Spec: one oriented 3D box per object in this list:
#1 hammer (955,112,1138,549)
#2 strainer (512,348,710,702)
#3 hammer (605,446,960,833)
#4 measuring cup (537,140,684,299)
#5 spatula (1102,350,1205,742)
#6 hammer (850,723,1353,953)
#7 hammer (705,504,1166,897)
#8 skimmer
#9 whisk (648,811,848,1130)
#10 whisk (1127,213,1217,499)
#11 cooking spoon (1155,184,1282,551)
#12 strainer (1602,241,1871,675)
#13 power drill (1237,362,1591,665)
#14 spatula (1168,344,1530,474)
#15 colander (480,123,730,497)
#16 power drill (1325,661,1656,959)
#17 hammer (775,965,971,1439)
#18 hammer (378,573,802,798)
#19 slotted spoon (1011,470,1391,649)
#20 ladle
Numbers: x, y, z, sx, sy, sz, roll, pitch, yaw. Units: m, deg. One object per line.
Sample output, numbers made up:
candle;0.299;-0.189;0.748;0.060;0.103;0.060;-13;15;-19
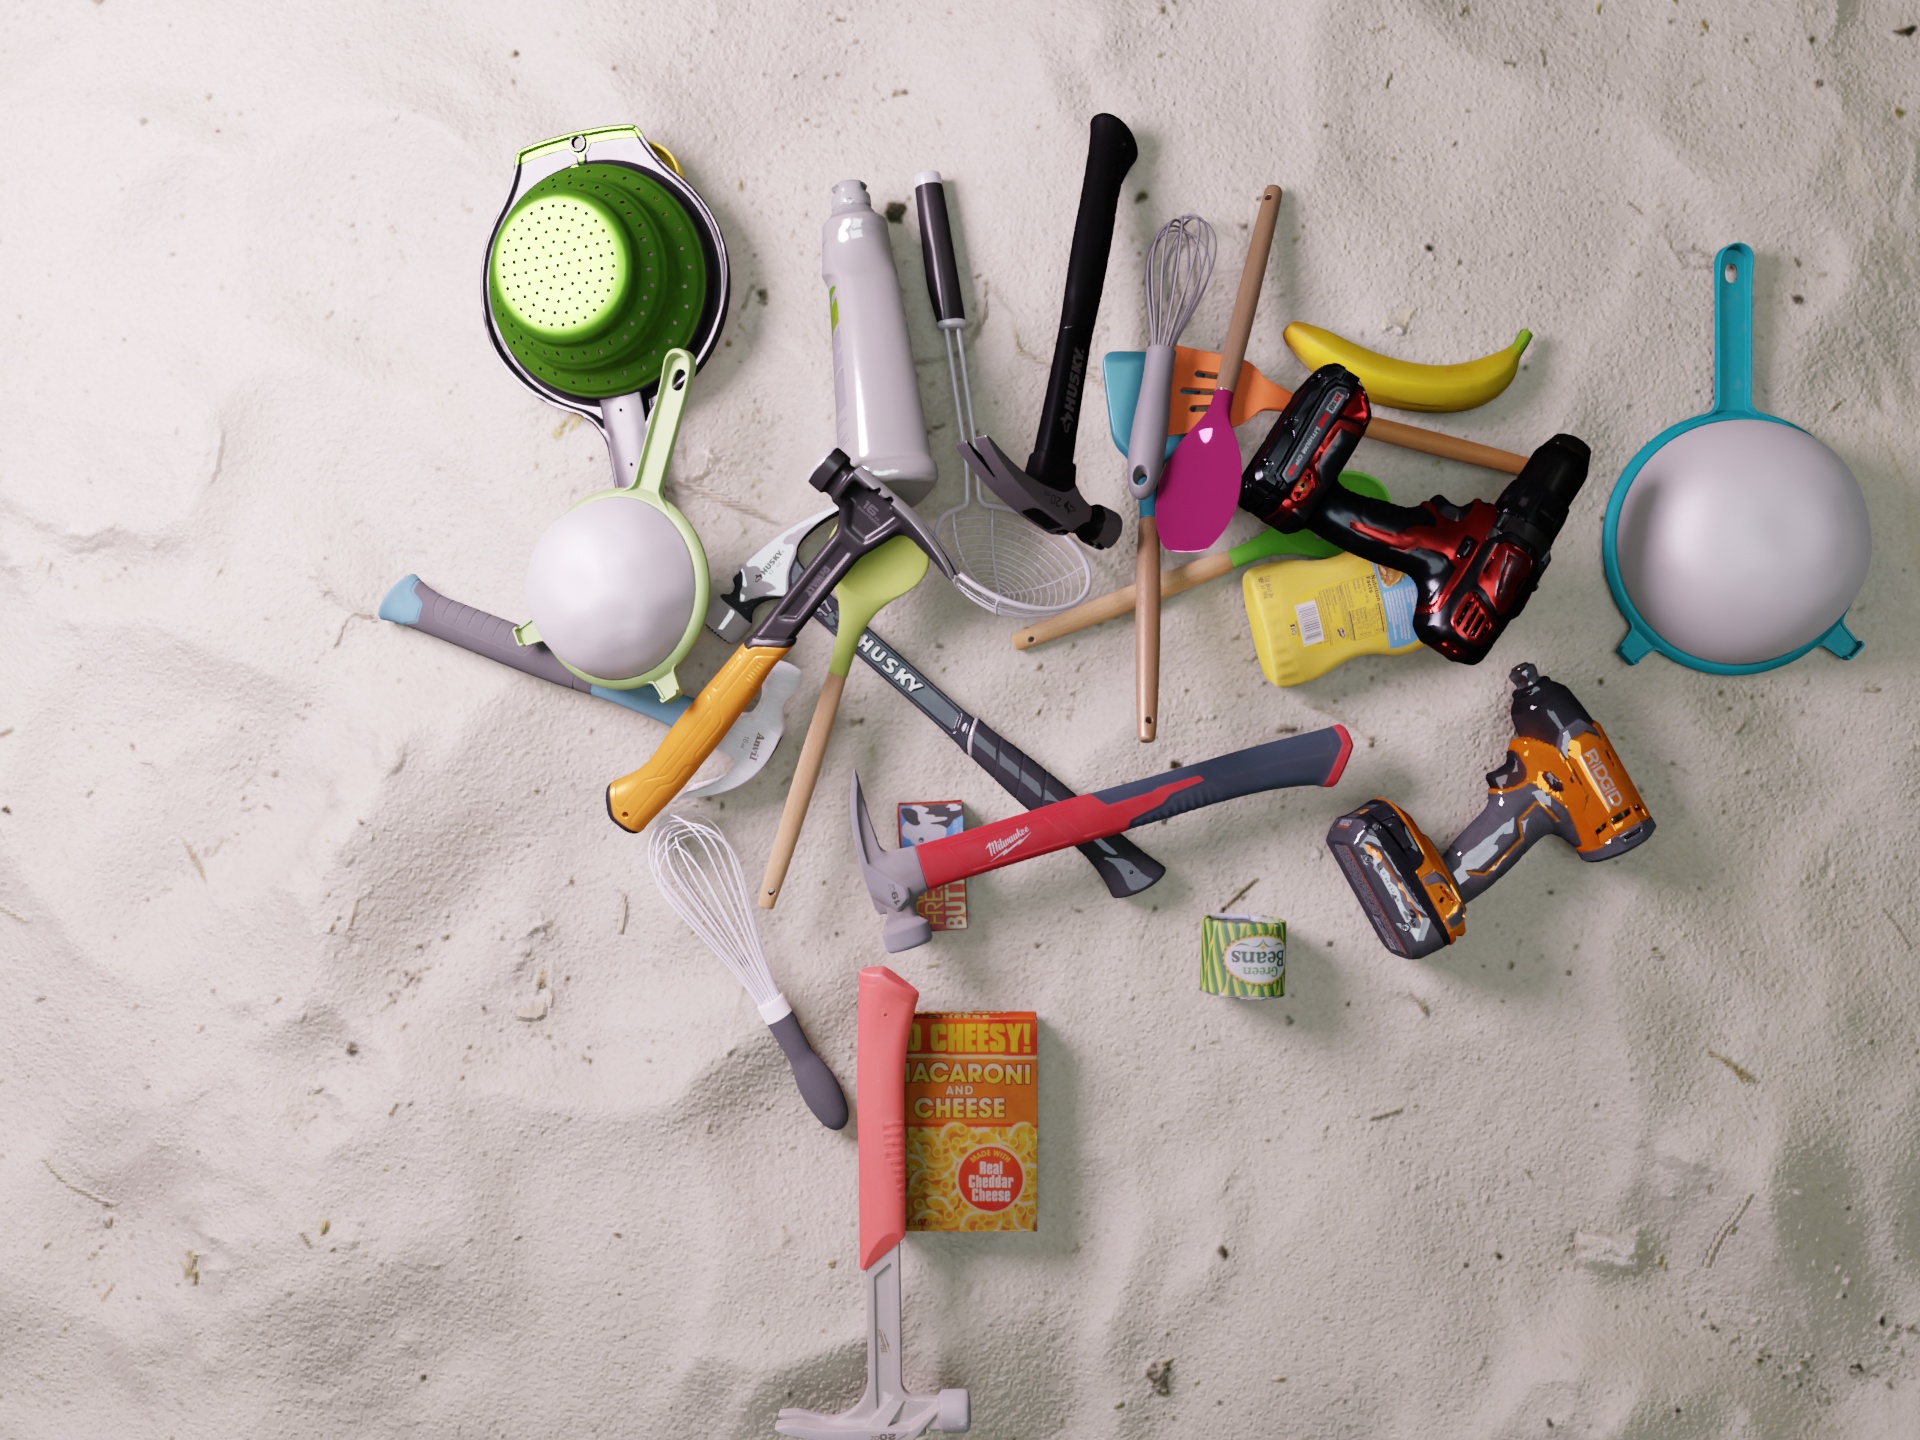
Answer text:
hammer;0.086;-0.308;1.205;0.146;0.035;0.335;20;74;-37
strainer;-0.247;-0.147;1.150;0.151;0.069;0.256;21;99;19
hammer;-0.148;-0.035;1.175;0.127;0.034;0.337;42;108;-2
measuring cup;-0.279;-0.388;1.253;0.156;0.029;0.062;-43;89;12
spatula;0.145;-0.135;1.218;0.082;0.044;0.318;5;68;-5
hammer;0.109;0.055;1.220;0.386;0.038;0.143;-16;89;-3
hammer;-0.002;-0.004;1.251;0.409;0.036;0.149;40;89;-1
skimmer;0.019;-0.254;1.221;0.127;0.090;0.363;-8;88;-33
whisk;-0.160;0.197;1.241;0.070;0.070;0.284;-29;95;0
whisk;0.158;-0.282;1.224;0.055;0.055;0.239;10;79;-1
cooking spoon;0.208;-0.273;1.219;0.069;0.017;0.319;5;72;35
strainer;0.615;-0.204;1.225;0.211;0.095;0.340;-1;92;-1
power drill;0.340;-0.173;1.178;0.226;0.080;0.188;33;87;-1
spatula;0.308;-0.229;1.248;0.322;0.041;0.081;12;74;-9
colander;-0.270;-0.254;1.203;0.204;0.094;0.397;-9;95;10
power drill;0.405;0.068;1.235;0.226;0.084;0.164;-29;90;-5
hammer;-0.069;0.369;1.213;0.149;0.037;0.359;-1;92;1
hammer;-0.295;-0.039;1.237;0.331;0.033;0.128;21;106;3
slotted spoon;0.188;-0.119;1.255;0.314;0.031;0.070;-22;108;2
ladle;-0.099;-0.008;1.203;0.078;0.062;0.320;17;91;-13
